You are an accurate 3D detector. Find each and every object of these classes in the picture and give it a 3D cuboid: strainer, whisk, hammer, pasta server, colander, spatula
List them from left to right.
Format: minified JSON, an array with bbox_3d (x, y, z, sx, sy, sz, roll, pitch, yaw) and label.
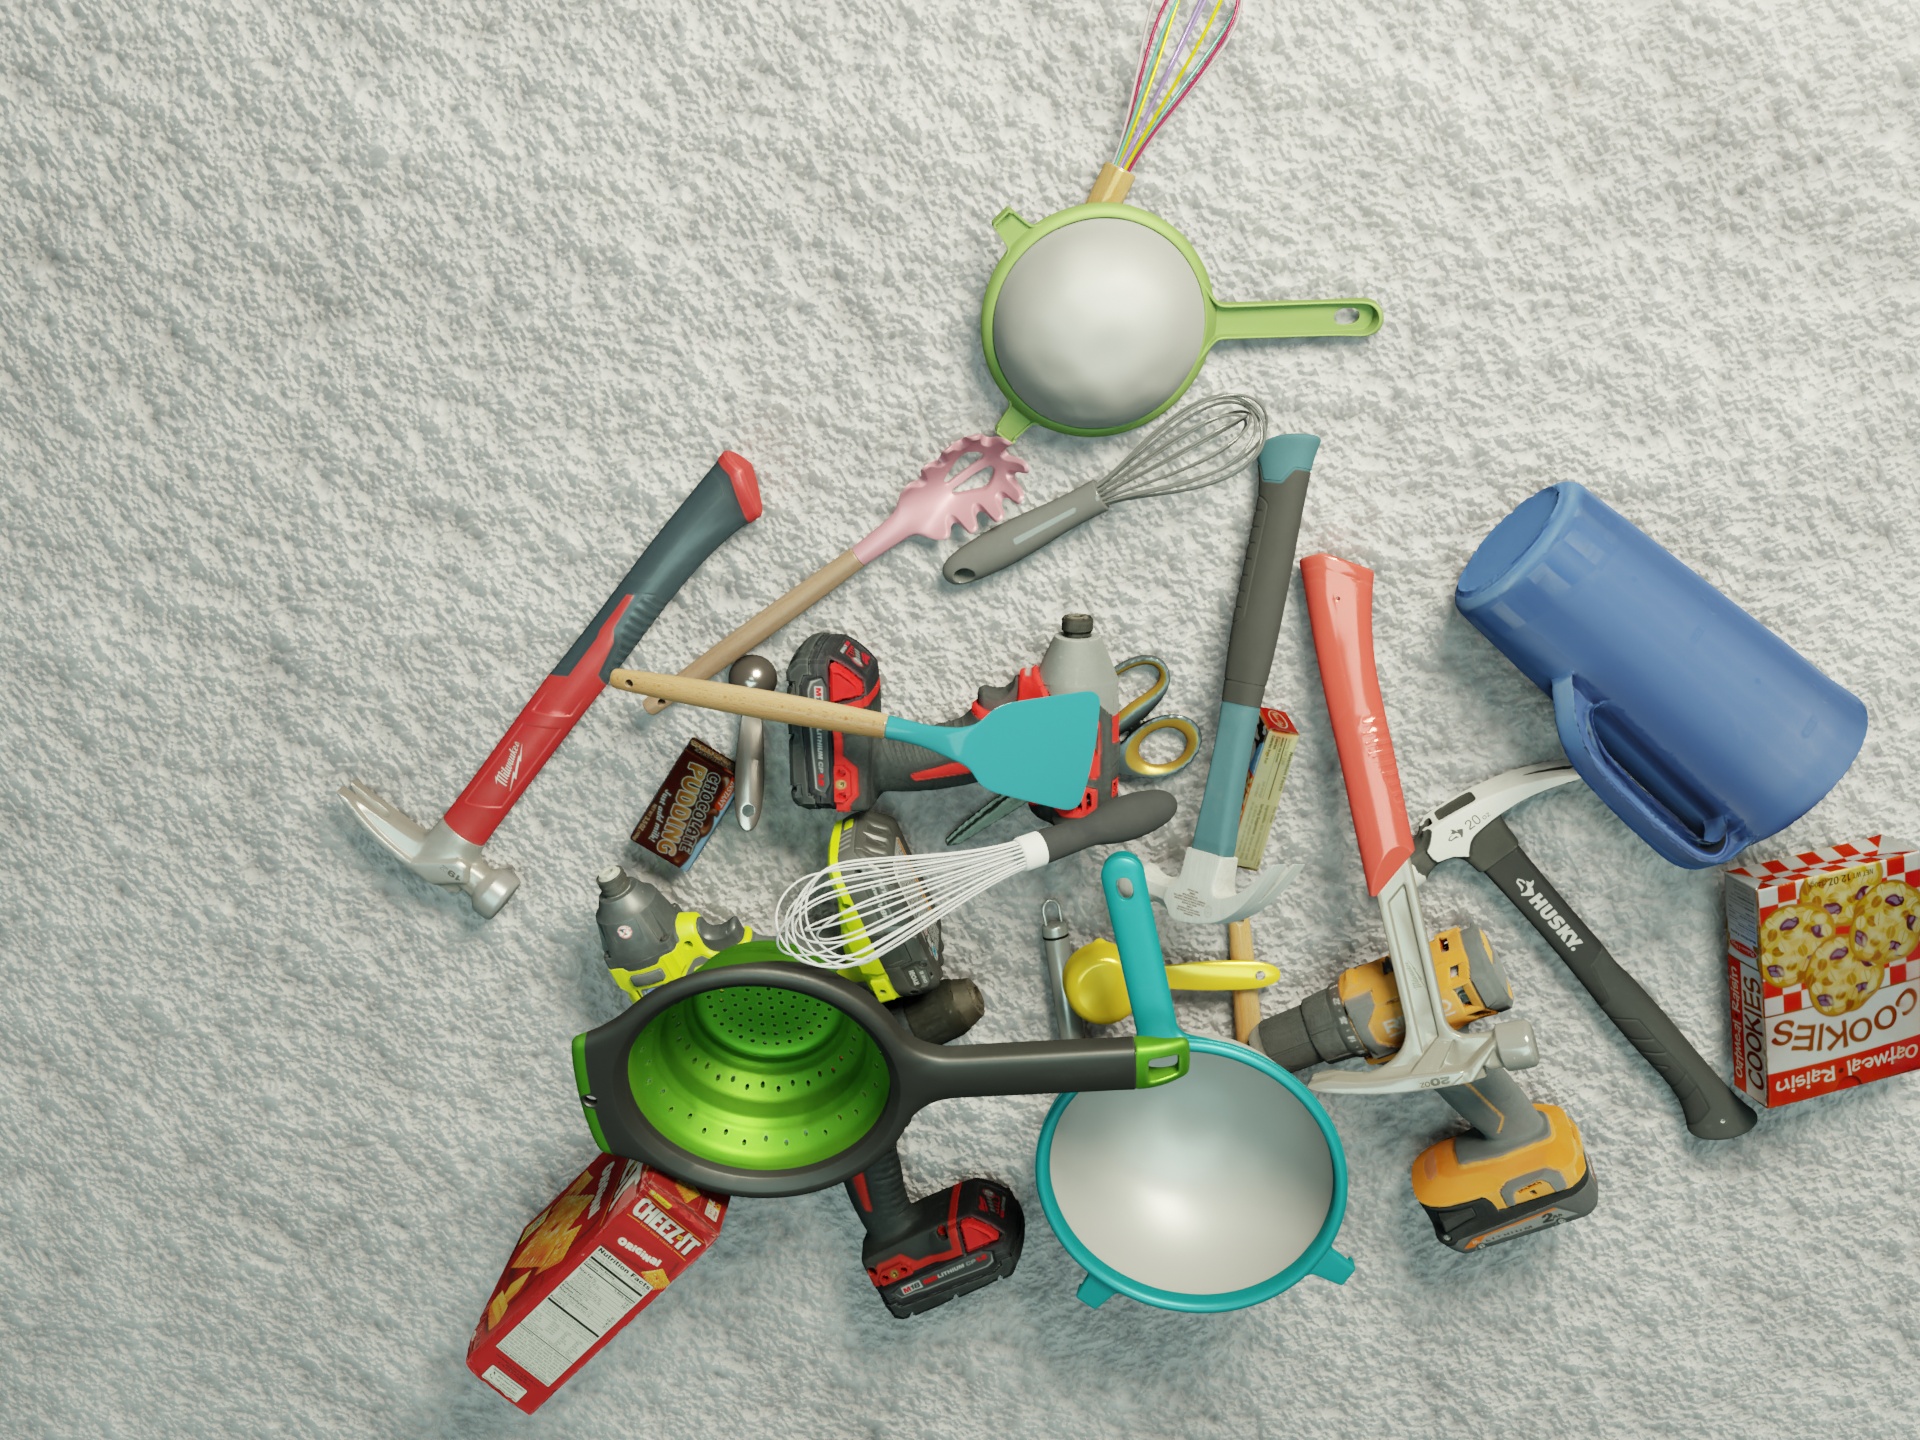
[{"bbox_3d":[-0.278,-0.040,1.109,0.143,0.038,0.386,39,105,-6],"label":"hammer"},{"bbox_3d":[-0.091,-0.093,1.076,0.316,0.040,0.060,-34,112,11],"label":"pasta server"},{"bbox_3d":[-0.071,-0.002,1.032,0.317,0.044,0.082,10,108,5],"label":"spatula"},{"bbox_3d":[-0.050,0.211,1.063,0.397,0.095,0.204,-3,122,1],"label":"colander"},{"bbox_3d":[0.016,0.092,1.009,0.284,0.070,0.070,-17,107,-20],"label":"whisk"},{"bbox_3d":[0.087,0.254,1.174,0.087,0.050,0.258,-11,100,-7],"label":"strainer"},{"bbox_3d":[0.092,-0.147,1.048,0.239,0.055,0.055,-26,104,18],"label":"whisk"},{"bbox_3d":[0.109,-0.364,0.989,0.047,0.051,0.245,39,114,28],"label":"whisk"},{"bbox_3d":[0.147,0.239,1.105,0.211,0.095,0.340,-11,103,13],"label":"strainer"},{"bbox_3d":[0.142,-0.241,0.993,0.256,0.069,0.151,-2,120,-1],"label":"strainer"},{"bbox_3d":[0.187,-0.025,1.051,0.033,0.128,0.331,4,98,-43],"label":"hammer"},{"bbox_3d":[0.269,0.067,1.057,0.149,0.036,0.359,-13,89,21],"label":"hammer"},{"bbox_3d":[0.457,0.174,1.128,0.146,0.035,0.334,-40,100,14],"label":"hammer"}]

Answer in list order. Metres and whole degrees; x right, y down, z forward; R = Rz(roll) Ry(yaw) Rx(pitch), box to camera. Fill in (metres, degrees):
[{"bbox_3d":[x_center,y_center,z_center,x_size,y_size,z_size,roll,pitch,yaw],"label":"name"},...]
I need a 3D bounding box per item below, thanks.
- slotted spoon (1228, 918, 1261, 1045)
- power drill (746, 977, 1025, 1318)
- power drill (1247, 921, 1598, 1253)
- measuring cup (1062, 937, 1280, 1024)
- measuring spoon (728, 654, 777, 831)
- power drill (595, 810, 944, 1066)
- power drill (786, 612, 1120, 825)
[{"bbox_3d":[0.216,0.278,1.179,0.070,0.031,0.313,-7,105,1],"label":"slotted spoon"},{"bbox_3d":[-0.032,0.308,1.181,0.188,0.080,0.226,-27,100,11],"label":"power drill"},{"bbox_3d":[0.328,0.268,1.132,0.185,0.084,0.226,-26,106,20],"label":"power drill"},{"bbox_3d":[0.151,0.186,1.131,0.156,0.029,0.062,-3,97,2],"label":"measuring cup"},{"bbox_3d":[-0.146,0.015,1.107,0.034,0.018,0.124,2,88,-7],"label":"measuring spoon"},{"bbox_3d":[-0.138,0.151,1.126,0.223,0.080,0.171,-17,118,10],"label":"power drill"},{"bbox_3d":[-0.002,-0.003,1.075,0.219,0.078,0.143,2,107,6],"label":"power drill"}]
